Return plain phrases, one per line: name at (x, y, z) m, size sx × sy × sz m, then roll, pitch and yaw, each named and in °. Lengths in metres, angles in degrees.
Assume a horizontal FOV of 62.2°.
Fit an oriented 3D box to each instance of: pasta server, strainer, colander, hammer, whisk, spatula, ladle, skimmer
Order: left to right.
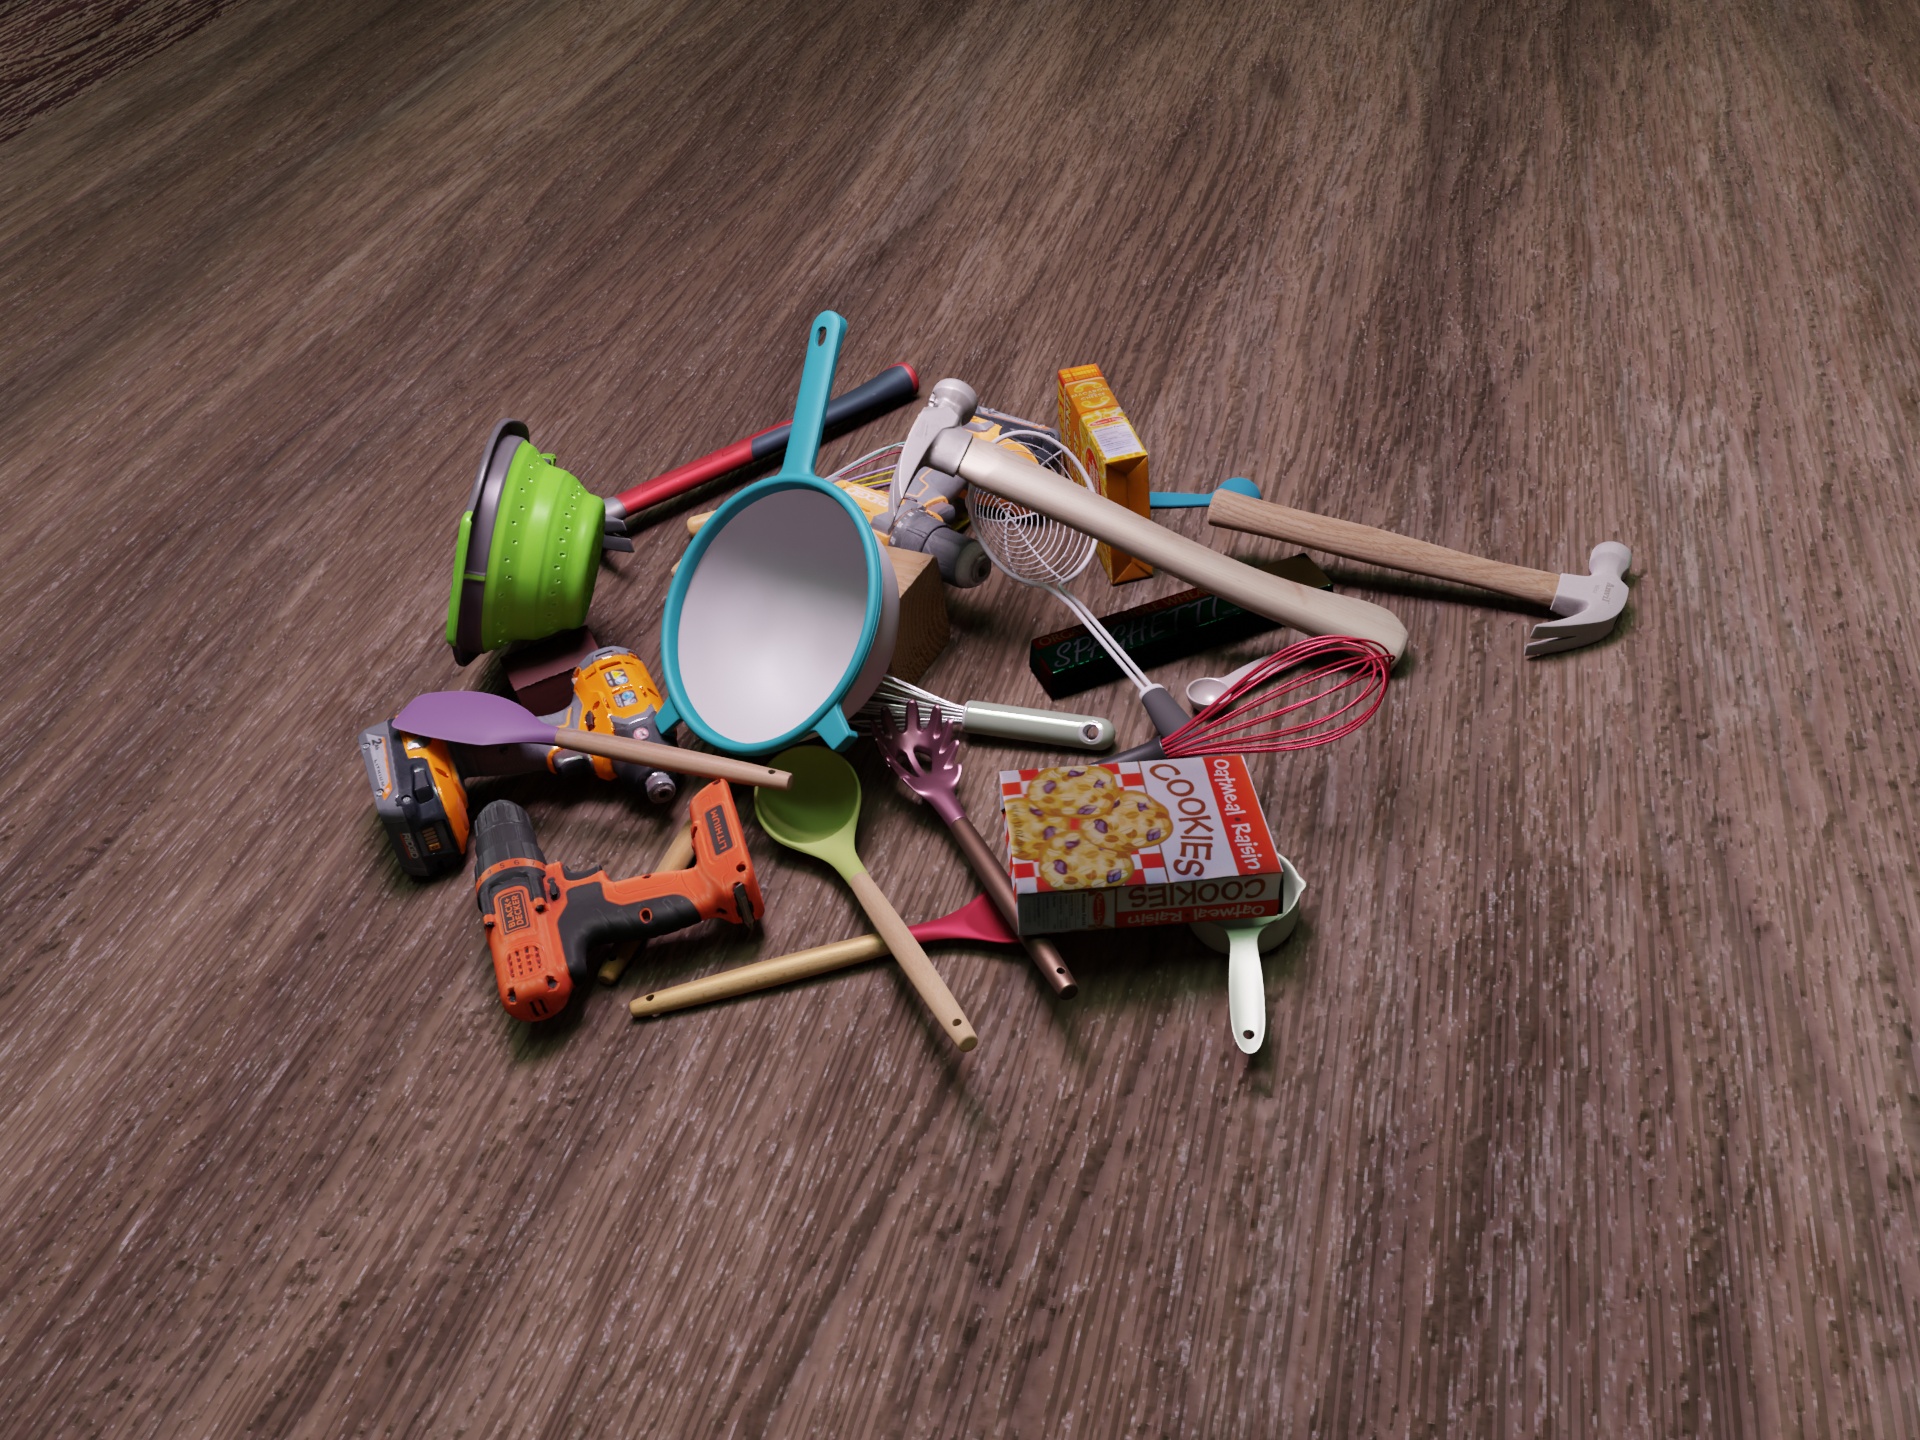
colander at (-0.351, -0.166, 1.371) m, size 0.094 × 0.204 × 0.397 m, roll 11°, pitch 20°, yaw -9°
spatula at (-0.269, 0.015, 1.164) m, size 0.316 × 0.018 × 0.060 m, roll 10°, pitch 39°, yaw 15°
hammer at (-0.195, -0.263, 1.550) m, size 0.386 × 0.038 × 0.143 m, roll -29°, pitch 30°, yaw -24°
whisk at (-0.137, -0.212, 1.494) m, size 0.245 × 0.051 × 0.047 m, roll -15°, pitch 46°, yaw -2°
strainer at (-0.107, -0.132, 1.198) m, size 0.211 × 0.095 × 0.340 m, roll 4°, pitch 79°, yaw 37°
ladle at (-0.067, 0.154, 1.066) m, size 0.315 × 0.031 × 0.069 m, roll -14°, pitch 35°, yaw -3°
ladle at (-0.061, 0.112, 1.056) m, size 0.078 × 0.062 × 0.320 m, roll -27°, pitch 34°, yaw -11°
whisk at (-0.002, -0.004, 1.225) m, size 0.246 × 0.059 × 0.058 m, roll 8°, pitch 87°, yaw 14°
pasta server at (0.009, 0.081, 1.086) m, size 0.060 × 0.040 × 0.317 m, roll -13°, pitch 34°, yaw -16°
skimmer at (0.122, -0.081, 1.206) m, size 0.127 × 0.090 × 0.364 m, roll -9°, pitch 47°, yaw -33°
hammer at (0.146, -0.127, 1.209) m, size 0.410 × 0.038 × 0.146 m, roll 24°, pitch 51°, yaw -2°
whisk at (0.161, 0.014, 1.106) m, size 0.296 × 0.073 × 0.073 m, roll -23°, pitch 37°, yaw 17°
hammer at (0.360, -0.131, 1.275) m, size 0.331 × 0.031 × 0.130 m, roll 17°, pitch 47°, yaw 17°

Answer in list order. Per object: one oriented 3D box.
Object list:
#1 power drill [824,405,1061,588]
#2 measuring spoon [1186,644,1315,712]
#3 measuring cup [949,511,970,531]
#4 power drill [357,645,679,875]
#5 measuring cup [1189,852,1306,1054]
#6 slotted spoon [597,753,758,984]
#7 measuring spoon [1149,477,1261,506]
power drill at (-0.001, -0.190, 1.387) m, size 0.185 × 0.084 × 0.226 m, roll 24°, pitch 42°, yaw 33°
measuring spoon at (0.227, -0.032, 1.235) m, size 0.124 × 0.018 × 0.034 m, roll -22°, pitch 41°, yaw -25°
measuring cup at (-0.032, -0.147, 1.417) m, size 0.062 × 0.029 × 0.156 m, roll 18°, pitch 36°, yaw 26°
power drill at (-0.328, 0.035, 1.217) m, size 0.226 × 0.084 × 0.164 m, roll -20°, pitch 43°, yaw -17°
measuring cup at (0.181, 0.151, 1.012) m, size 0.083 × 0.038 × 0.168 m, roll -2°, pitch 43°, yaw 9°
slotted spoon at (-0.190, 0.072, 1.186) m, size 0.070 × 0.031 × 0.314 m, roll 10°, pitch 45°, yaw 18°
measuring spoon at (0.205, -0.206, 1.431) m, size 0.128 × 0.021 × 0.042 m, roll 2°, pitch 41°, yaw 11°
